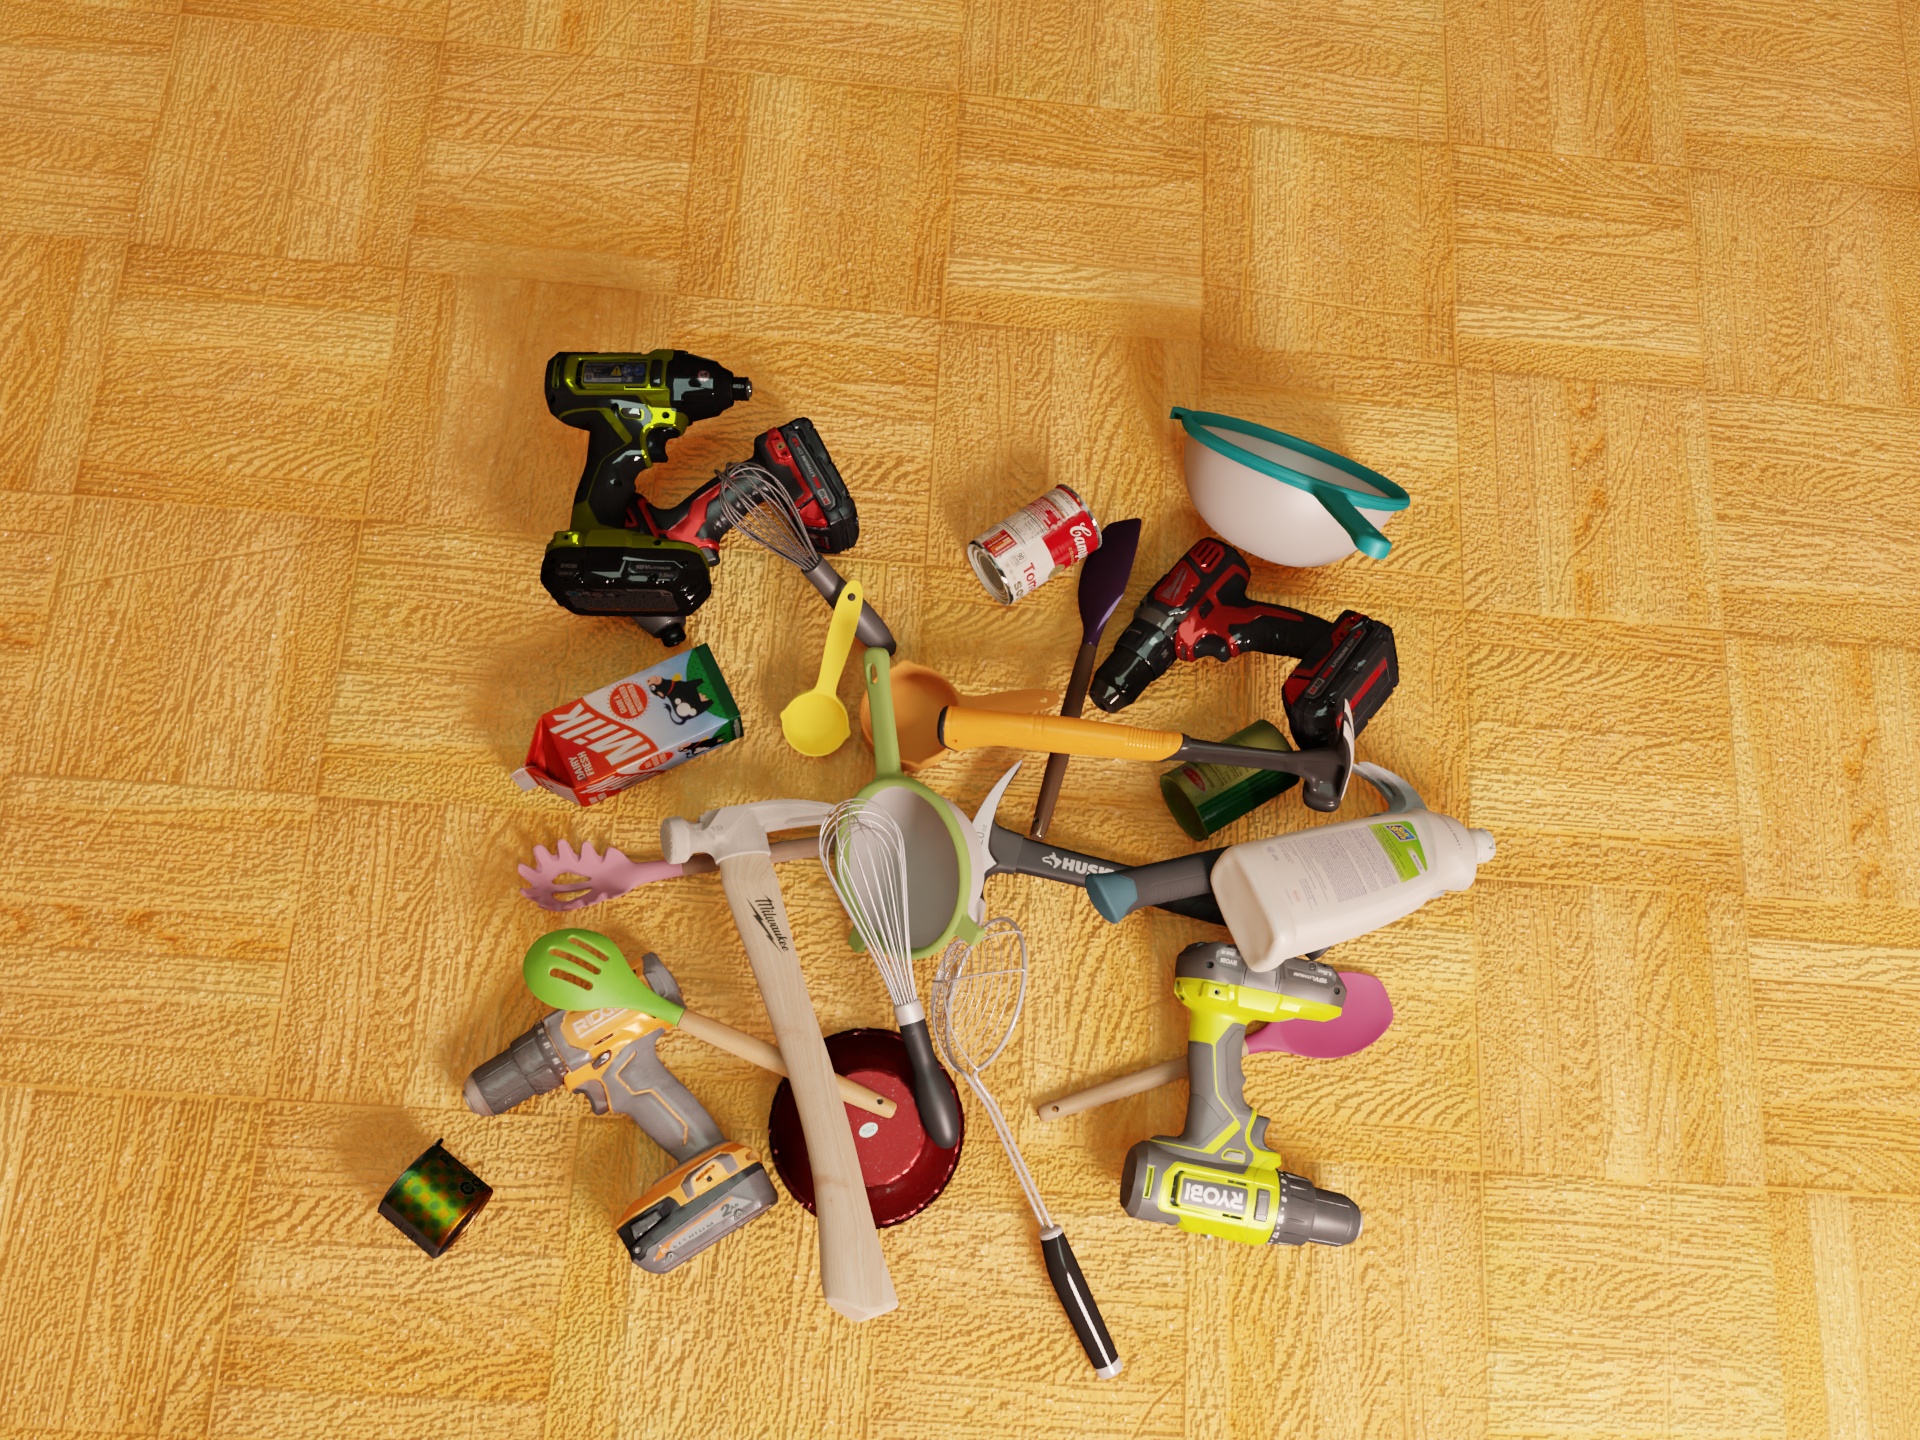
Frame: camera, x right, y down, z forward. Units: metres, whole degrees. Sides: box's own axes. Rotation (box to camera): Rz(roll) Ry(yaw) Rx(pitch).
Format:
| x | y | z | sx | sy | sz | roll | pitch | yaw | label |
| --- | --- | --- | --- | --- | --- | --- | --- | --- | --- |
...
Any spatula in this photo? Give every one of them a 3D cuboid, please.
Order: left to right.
| x | y | z | sx | sy | sz | roll | pitch | yaw | label |
| --- | --- | --- | --- | --- | --- | --- | --- | --- | --- |
| 0.104 | -0.041 | 1.387 | 0.018 | 0.060 | 0.316 | 36 | 60 | -38 | spatula |

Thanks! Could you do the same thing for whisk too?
| x | y | z | sx | sy | sz | roll | pitch | yaw | label |
| --- | --- | --- | --- | --- | --- | --- | --- | --- | --- |
| -0.127 | -0.131 | 1.343 | 0.055 | 0.055 | 0.238 | -53 | 127 | -15 | whisk |
| -0.051 | 0.199 | 1.256 | 0.070 | 0.070 | 0.284 | -16 | 86 | -9 | whisk |

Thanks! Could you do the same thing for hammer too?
| x | y | z | sx | sy | sz | roll | pitch | yaw | label |
| --- | --- | --- | --- | --- | --- | --- | --- | --- | --- |
| -0.114 | 0.249 | 1.229 | 0.146 | 0.038 | 0.411 | -7 | 63 | -26 | hammer |
| 0.147 | 0.016 | 1.293 | 0.337 | 0.127 | 0.034 | 6 | 58 | 8 | hammer |
| 0.165 | 0.138 | 1.362 | 0.334 | 0.035 | 0.146 | 14 | 75 | -1 | hammer |
| 0.257 | 0.116 | 1.329 | 0.331 | 0.033 | 0.128 | -10 | 86 | -22 | hammer |

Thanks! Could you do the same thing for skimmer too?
| x | y | z | sx | sy | sz | roll | pitch | yaw | label |
| --- | --- | --- | --- | --- | --- | --- | --- | --- | --- |
| 0.070 | 0.340 | 1.278 | 0.090 | 0.127 | 0.363 | -23 | 89 | -31 | skimmer |

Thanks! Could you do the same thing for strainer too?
| x | y | z | sx | sy | sz | roll | pitch | yaw | label |
| --- | --- | --- | --- | --- | --- | --- | --- | --- | --- |
| -0.037 | 0.066 | 1.314 | 0.069 | 0.151 | 0.256 | -3 | 83 | -47 | strainer |
| 0.285 | -0.167 | 1.347 | 0.211 | 0.341 | 0.095 | 15 | 112 | -12 | strainer |

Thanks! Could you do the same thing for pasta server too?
| x | y | z | sx | sy | sz | roll | pitch | yaw | label |
| --- | --- | --- | --- | --- | --- | --- | --- | --- | --- |
| -0.207 | 0.116 | 1.335 | 0.316 | 0.040 | 0.060 | -8 | 65 | -8 | pasta server |

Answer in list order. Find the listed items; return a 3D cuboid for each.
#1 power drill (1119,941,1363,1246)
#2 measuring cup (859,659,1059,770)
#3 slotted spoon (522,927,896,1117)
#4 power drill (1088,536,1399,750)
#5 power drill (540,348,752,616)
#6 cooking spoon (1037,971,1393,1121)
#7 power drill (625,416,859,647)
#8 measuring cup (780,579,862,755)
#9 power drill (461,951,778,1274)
| x | y | z | sx | sy | sz | roll | pitch | yaw | label |
| --- | --- | --- | --- | --- | --- | --- | --- | --- | --- |
| 0.241 | 0.306 | 1.284 | 0.190 | 0.080 | 0.229 | 12 | 77 | -3 | power drill |
| -0.002 | -0.004 | 1.379 | 0.173 | 0.052 | 0.095 | -6 | 75 | -9 | measuring cup |
| -0.194 | 0.240 | 1.242 | 0.313 | 0.031 | 0.070 | 25 | 54 | -3 | slotted spoon |
| 0.237 | -0.048 | 1.362 | 0.227 | 0.080 | 0.188 | 31 | 72 | 35 | power drill |
| -0.265 | -0.204 | 1.332 | 0.171 | 0.080 | 0.223 | 1 | 73 | 2 | power drill |
| 0.215 | 0.281 | 1.335 | 0.319 | 0.017 | 0.069 | -16 | 78 | -10 | cooking spoon |
| -0.206 | -0.163 | 1.394 | 0.219 | 0.078 | 0.143 | -26 | 77 | -8 | power drill |
| -0.110 | -0.046 | 1.362 | 0.062 | 0.029 | 0.156 | 16 | 100 | -6 | measuring cup |
| -0.268 | 0.321 | 1.253 | 0.185 | 0.084 | 0.226 | -29 | 74 | -12 | power drill |
